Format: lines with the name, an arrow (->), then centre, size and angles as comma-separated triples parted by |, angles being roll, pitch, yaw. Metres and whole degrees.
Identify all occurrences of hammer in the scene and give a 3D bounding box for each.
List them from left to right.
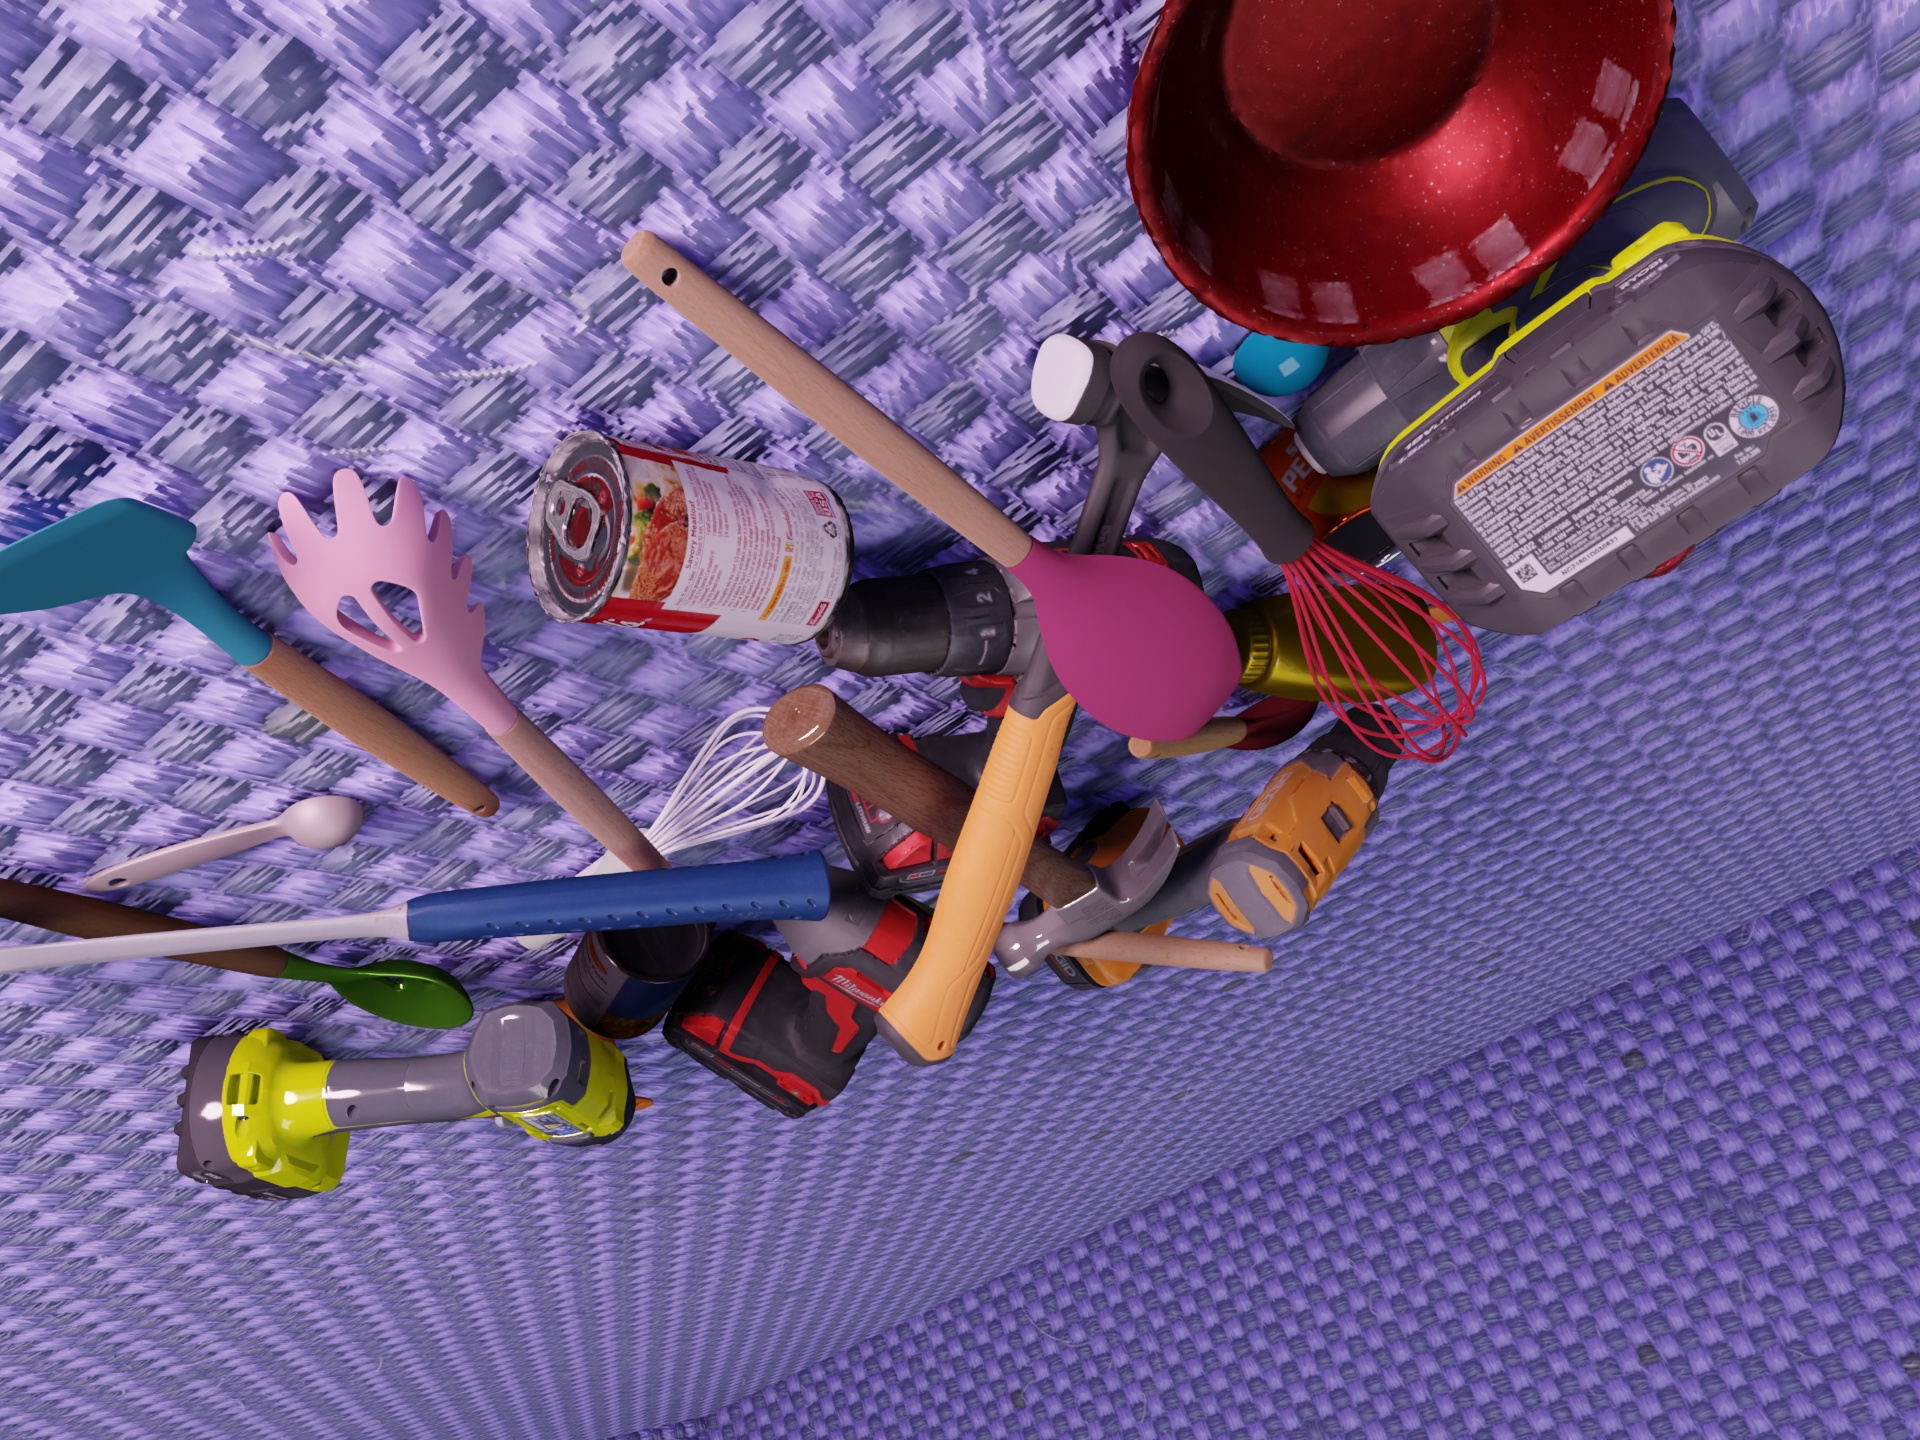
hammer -> -0.257, 0.089, 0.708 | 0.405, 0.035, 0.144 | -3, 152, -19
hammer -> 0.011, 0.052, 0.774 | 0.130, 0.031, 0.331 | -33, 148, 13
hammer -> 0.036, 0.005, 0.690 | 0.127, 0.034, 0.336 | 1, 116, -41

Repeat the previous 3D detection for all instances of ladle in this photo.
ladle -> 0.043, 0.142, 0.957 | 0.320, 0.062, 0.078 | -1, -165, 38
ladle -> 0.140, 0.005, 0.843 | 0.069, 0.031, 0.315 | -26, 172, 22

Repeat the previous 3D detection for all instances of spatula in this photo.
spatula -> -0.255, -0.008, 0.610 | 0.082, 0.044, 0.317 | -27, 155, 2

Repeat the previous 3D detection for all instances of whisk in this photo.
whisk -> -0.157, 0.063, 0.824 | 0.246, 0.059, 0.058 | -34, -169, 32
whisk -> 0.148, -0.066, 0.672 | 0.073, 0.073, 0.295 | -33, 133, 21

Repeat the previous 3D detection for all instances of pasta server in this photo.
pasta server -> -0.182, 0.005, 0.668 | 0.060, 0.040, 0.316 | -22, 150, 1

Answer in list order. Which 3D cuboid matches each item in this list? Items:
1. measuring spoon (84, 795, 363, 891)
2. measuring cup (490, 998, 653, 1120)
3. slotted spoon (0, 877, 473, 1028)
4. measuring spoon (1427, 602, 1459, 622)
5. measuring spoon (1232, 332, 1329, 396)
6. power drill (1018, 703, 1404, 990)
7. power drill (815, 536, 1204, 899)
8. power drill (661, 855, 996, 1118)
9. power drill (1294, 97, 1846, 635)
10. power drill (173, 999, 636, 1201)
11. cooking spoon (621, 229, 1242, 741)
measuring spoon -> -0.330, 0.062, 0.714 | 0.124, 0.018, 0.034 | -17, 154, -6
measuring cup -> -0.254, 0.229, 1.062 | 0.095, 0.052, 0.173 | -26, 156, 8
slotted spoon -> -0.355, 0.114, 0.782 | 0.070, 0.031, 0.313 | -12, 157, 21
measuring spoon -> 0.269, -0.057, 0.956 | 0.117, 0.011, 0.021 | -11, 153, -21
measuring spoon -> 0.137, -0.168, 0.625 | 0.042, 0.021, 0.128 | -18, 155, -9
power drill -> 0.160, 0.073, 0.973 | 0.226, 0.084, 0.185 | -28, -168, 49
power drill -> -0.001, -0.003, 0.783 | 0.188, 0.080, 0.226 | -8, 148, -27
power drill -> -0.087, 0.152, 0.926 | 0.143, 0.079, 0.219 | 35, 144, -10
power drill -> 0.204, -0.125, 0.577 | 0.190, 0.229, 0.080 | -37, 107, 28
power drill -> -0.305, 0.219, 0.907 | 0.223, 0.080, 0.171 | -7, 154, 3
cooking spoon -> 0.004, -0.075, 0.586 | 0.318, 0.017, 0.069 | 34, 100, -36
